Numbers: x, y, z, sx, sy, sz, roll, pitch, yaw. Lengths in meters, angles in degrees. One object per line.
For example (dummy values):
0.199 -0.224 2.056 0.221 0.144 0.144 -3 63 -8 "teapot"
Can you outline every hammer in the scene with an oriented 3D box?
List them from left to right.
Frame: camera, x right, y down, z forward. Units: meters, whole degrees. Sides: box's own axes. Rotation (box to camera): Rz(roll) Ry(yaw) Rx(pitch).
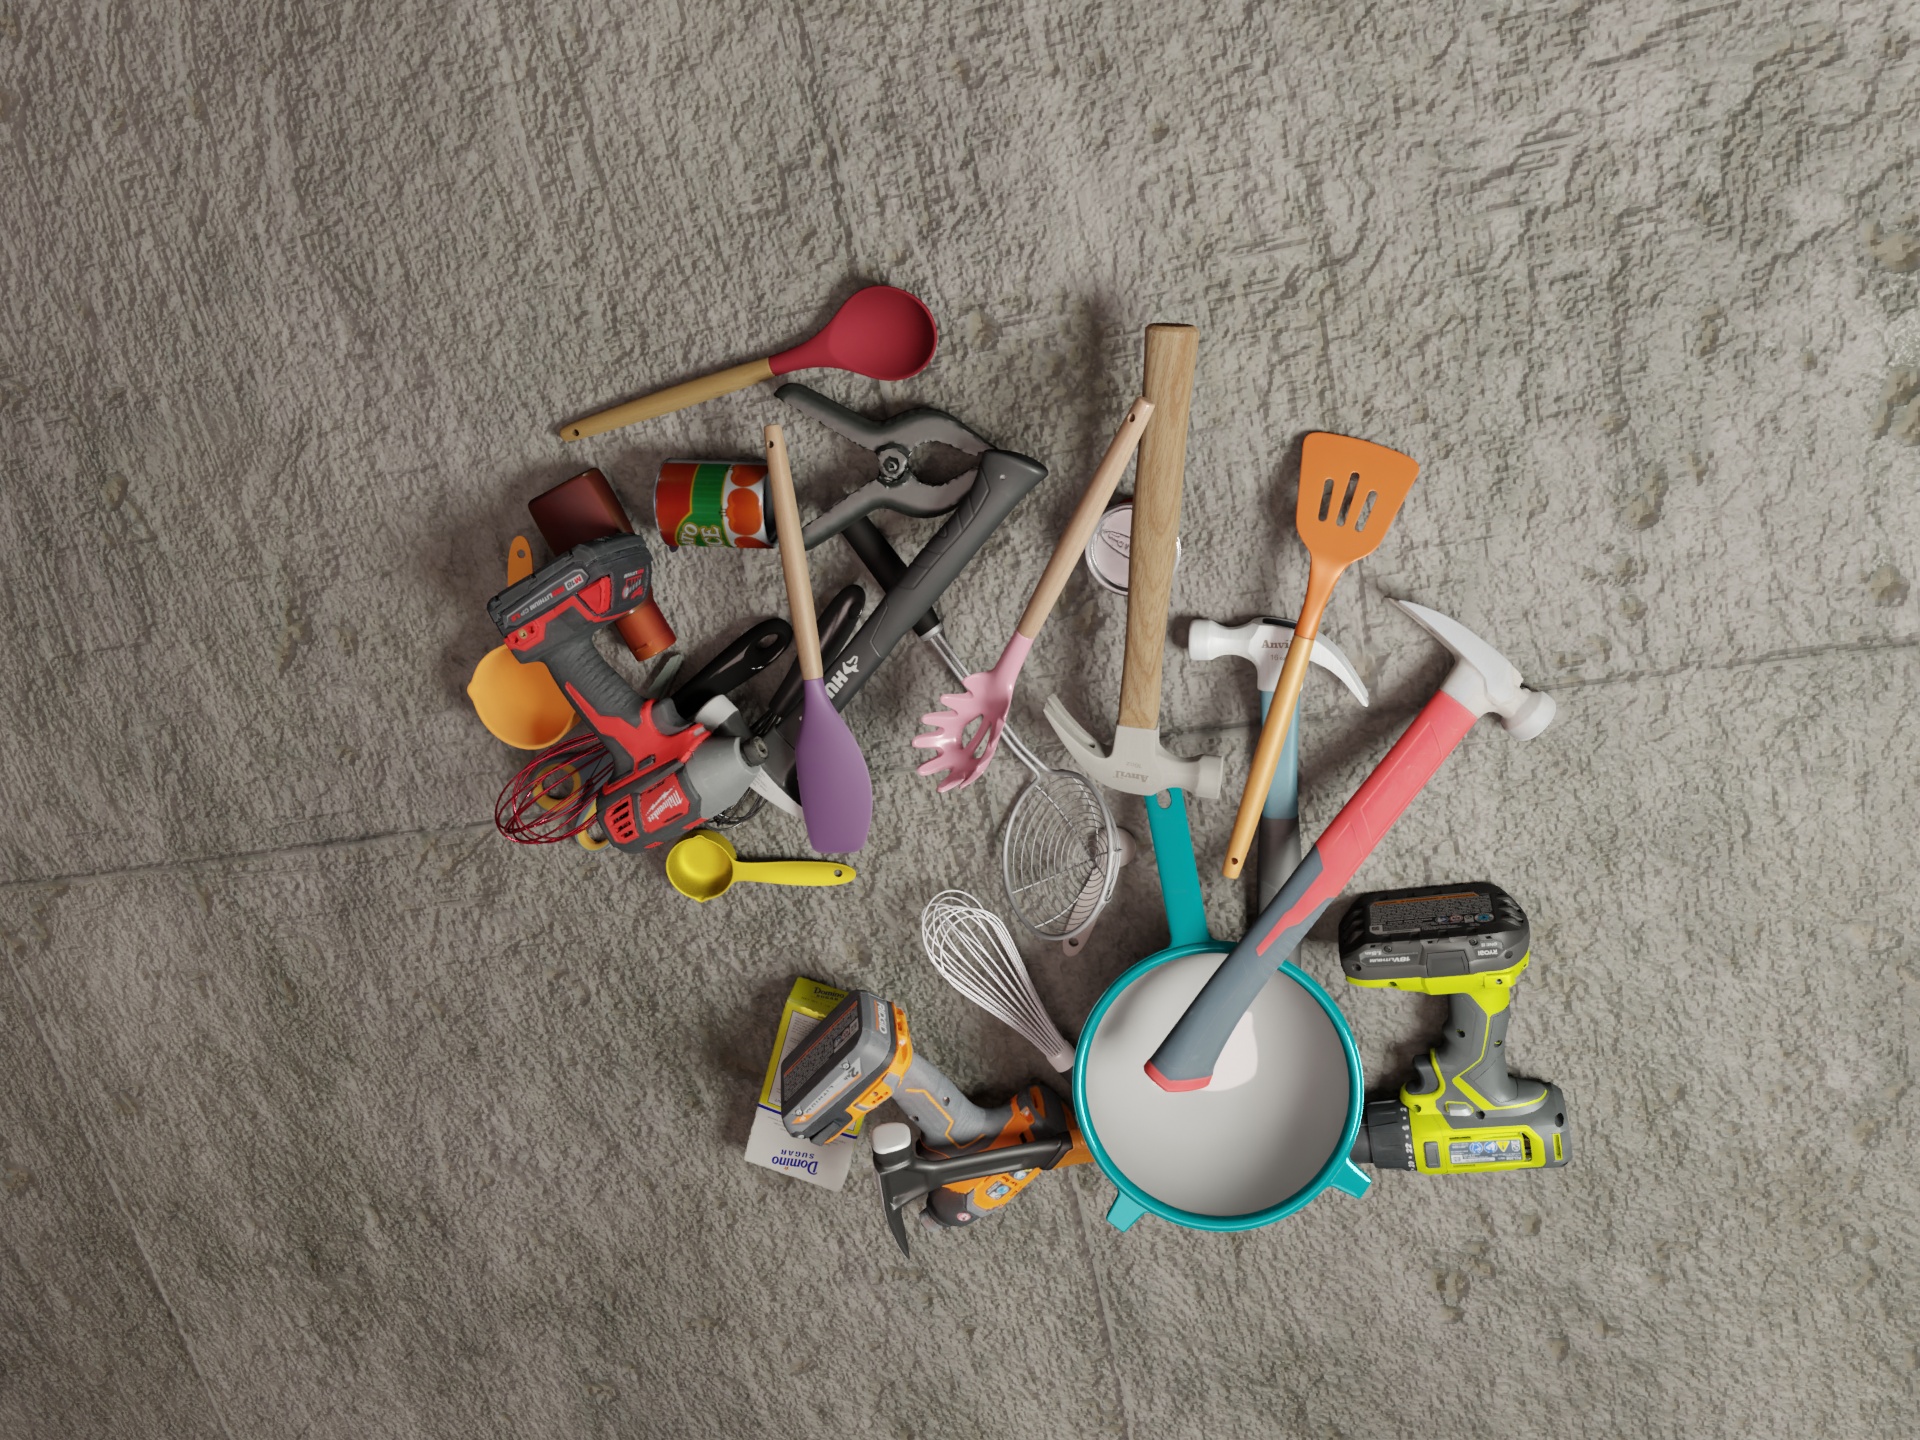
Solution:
-0.051 -0.063 1.158 0.146 0.035 0.334 44 112 7 "hammer"
0.100 0.346 1.273 0.337 0.034 0.127 -10 122 -5 "hammer"
0.128 -0.104 1.093 0.130 0.031 0.331 6 112 11 "hammer"
0.239 0.083 1.199 0.128 0.033 0.330 1 111 14 "hammer"
0.246 0.098 1.126 0.143 0.038 0.386 37 94 -10 "hammer"

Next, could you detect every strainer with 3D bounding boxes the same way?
0.181 0.206 1.209 0.211 0.095 0.340 -11 85 7 "strainer"

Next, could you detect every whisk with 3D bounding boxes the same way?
-0.251 0.010 1.260 0.296 0.073 0.073 -35 100 10 "whisk"
-0.137 -0.007 1.248 0.055 0.055 0.239 33 110 -1 "whisk"
0.064 0.250 1.296 0.070 0.070 0.284 -34 105 22 "whisk"

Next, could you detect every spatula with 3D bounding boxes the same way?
-0.109 -0.056 1.153 0.060 0.018 0.316 -5 100 23 "spatula"
0.236 -0.038 1.123 0.081 0.041 0.322 17 107 9 "spatula"

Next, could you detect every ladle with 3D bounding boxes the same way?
-0.160 -0.251 1.169 0.315 0.031 0.069 -13 114 19 "ladle"

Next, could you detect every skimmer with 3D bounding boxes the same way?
-0.002 -0.004 1.190 0.127 0.090 0.363 -28 102 48 "skimmer"

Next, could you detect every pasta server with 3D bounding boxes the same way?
0.052 -0.081 1.094 0.060 0.040 0.316 42 121 26 "pasta server"

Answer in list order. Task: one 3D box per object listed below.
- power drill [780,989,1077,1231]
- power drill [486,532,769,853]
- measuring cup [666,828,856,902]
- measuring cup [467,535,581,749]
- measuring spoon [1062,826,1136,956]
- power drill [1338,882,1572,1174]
-0.037 0.333 1.305 0.226 0.084 0.164 35 110 -23 "power drill"
-0.241 -0.021 1.181 0.143 0.078 0.219 -26 94 22 "power drill"
-0.164 0.119 1.318 0.156 0.029 0.062 2 112 0 "measuring cup"
-0.339 -0.066 1.269 0.095 0.052 0.173 7 108 10 "measuring cup"
0.105 0.140 1.260 0.034 0.018 0.124 22 115 4 "measuring spoon"
0.355 0.247 1.212 0.190 0.080 0.228 -8 111 16 "power drill"
